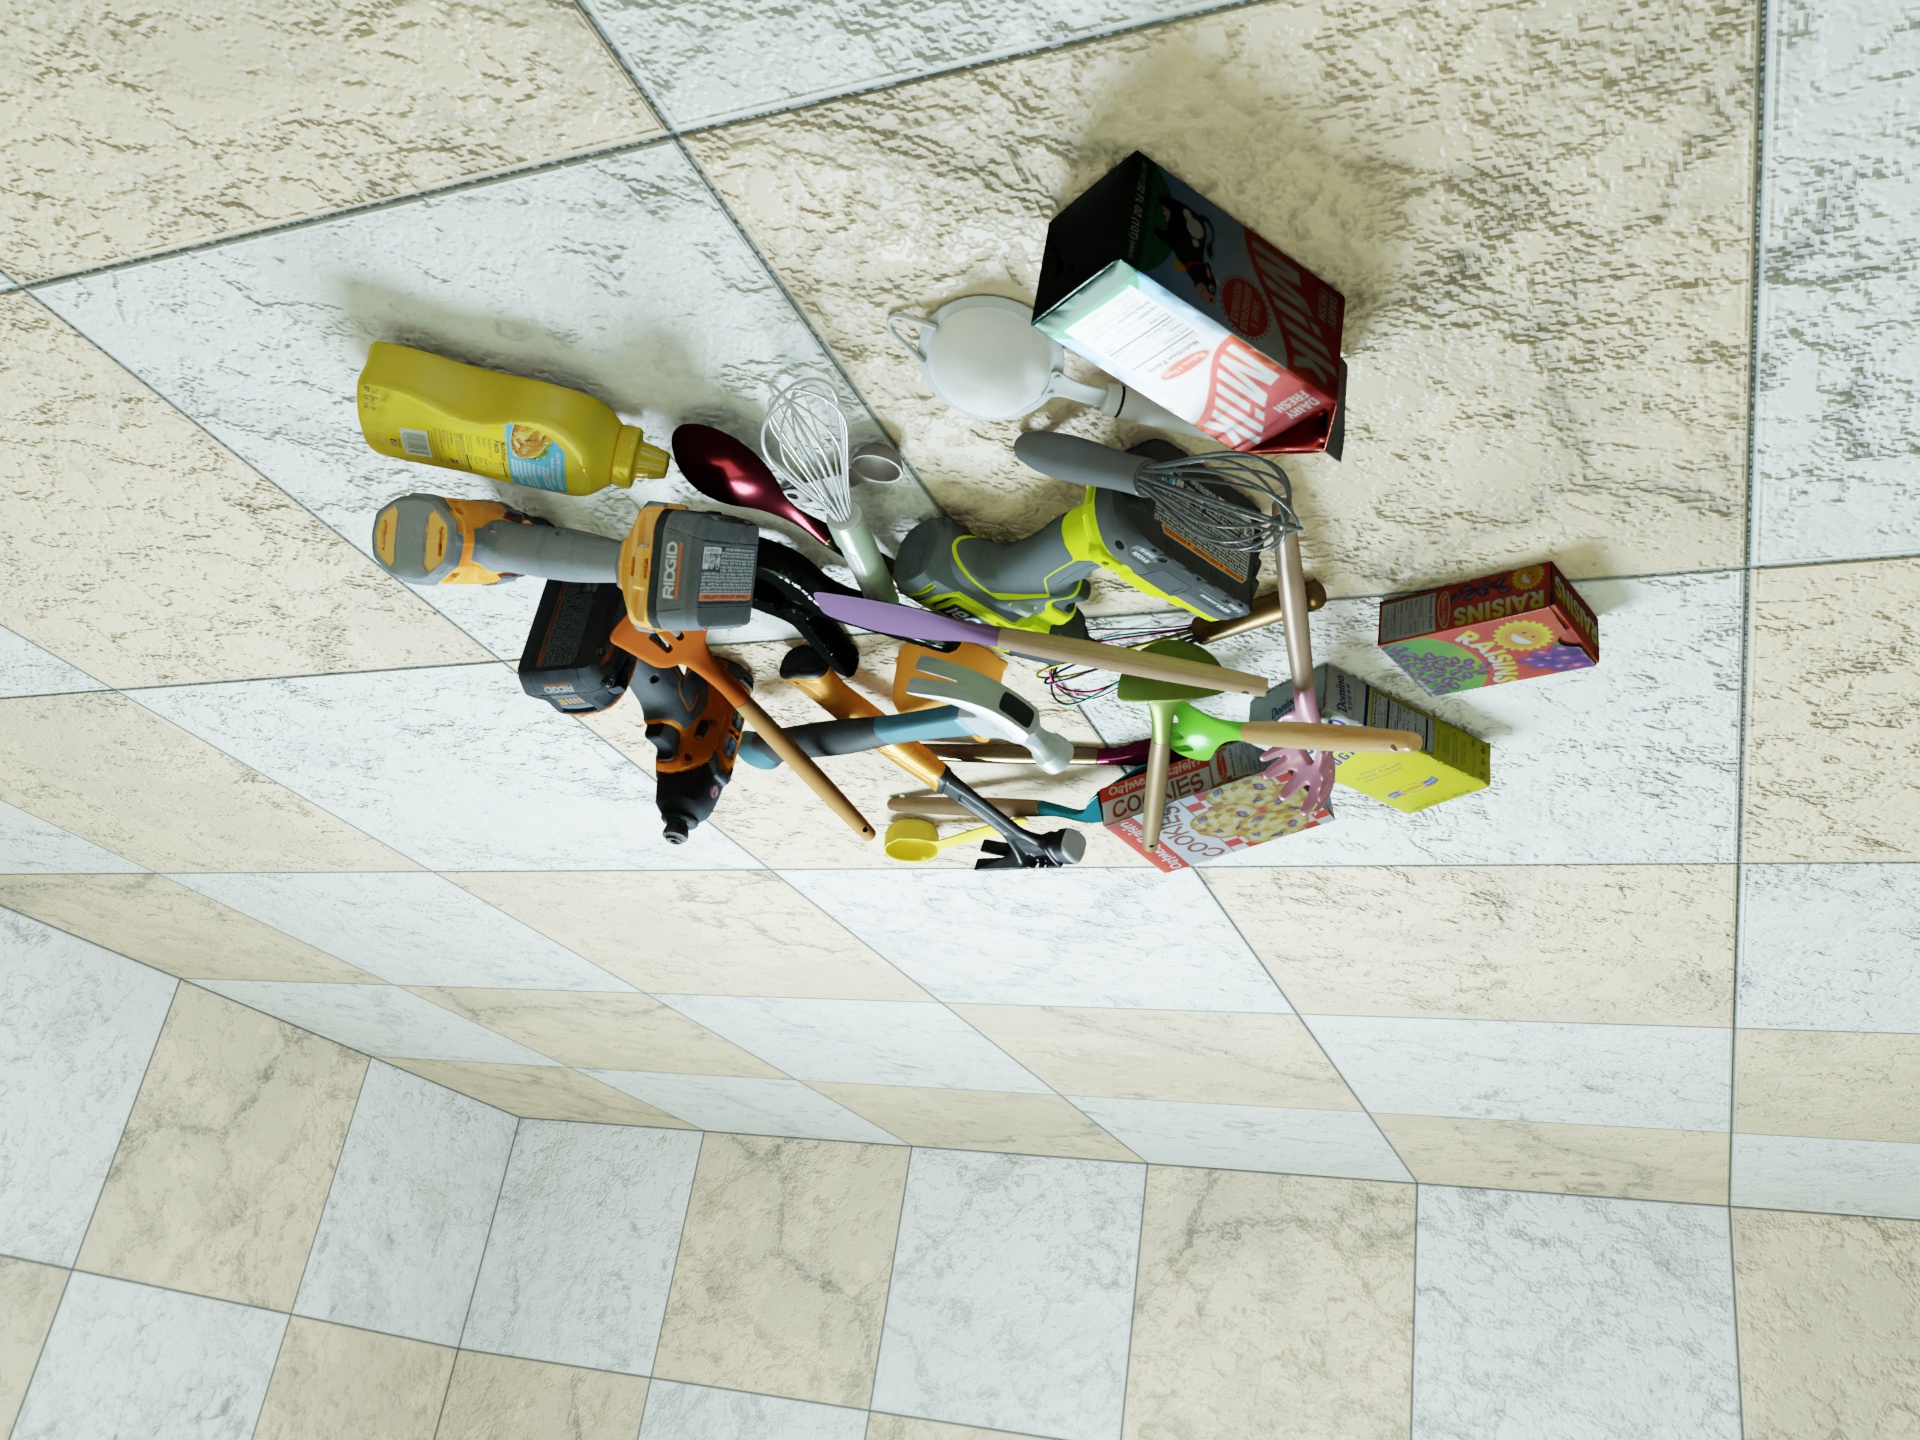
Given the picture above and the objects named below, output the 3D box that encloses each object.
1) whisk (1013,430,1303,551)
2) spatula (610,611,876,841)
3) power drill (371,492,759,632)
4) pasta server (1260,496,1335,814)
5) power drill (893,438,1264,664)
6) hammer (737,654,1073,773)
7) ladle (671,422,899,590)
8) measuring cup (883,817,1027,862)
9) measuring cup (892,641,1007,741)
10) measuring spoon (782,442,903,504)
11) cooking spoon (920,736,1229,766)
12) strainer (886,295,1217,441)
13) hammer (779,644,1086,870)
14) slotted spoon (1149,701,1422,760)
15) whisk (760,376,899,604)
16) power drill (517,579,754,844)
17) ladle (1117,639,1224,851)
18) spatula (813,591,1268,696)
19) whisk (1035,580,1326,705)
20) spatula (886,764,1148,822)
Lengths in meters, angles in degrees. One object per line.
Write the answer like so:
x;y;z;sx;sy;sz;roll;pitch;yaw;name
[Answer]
0.103;-0.138;0.909;0.055;0.055;0.239;32;177;-39;whisk
-0.156;0.002;1.260;0.041;0.081;0.322;30;164;52;spatula
-0.255;-0.113;1.090;0.226;0.084;0.185;8;-174;12;power drill
0.234;-0.038;1.117;0.060;0.040;0.315;39;162;36;pasta server
0.086;-0.099;1.071;0.171;0.080;0.223;27;153;-33;power drill
-0.069;0.010;1.284;0.331;0.033;0.128;-8;141;45;hammer
-0.077;-0.121;1.121;0.069;0.031;0.315;-4;157;44;ladle
-0.005;0.109;1.603;0.156;0.029;0.062;-15;147;21;measuring cup
-0.002;-0.004;1.319;0.095;0.052;0.173;2;152;16;measuring cup
-0.083;-0.165;1.064;0.034;0.018;0.124;27;156;-37;measuring spoon
0.096;0.032;1.401;0.319;0.017;0.068;1;153;14;cooking spoon
0.081;-0.188;0.926;0.258;0.050;0.086;11;141;-11;strainer
-0.036;0.039;1.395;0.127;0.034;0.336;-10;141;44;hammer
0.223;0.008;1.153;0.070;0.031;0.314;60;160;-15;slotted spoon
-0.078;-0.137;1.034;0.058;0.059;0.246;39;167;28;whisk
-0.250;-0.012;1.265;0.084;0.164;0.226;-3;150;24;power drill
0.155;0.037;1.228;0.078;0.062;0.319;-5;149;0;ladle
0.052;-0.051;1.087;0.316;0.018;0.059;11;163;12;spatula
0.155;-0.059;1.167;0.245;0.051;0.047;-17;139;38;whisk
0.057;0.071;1.479;0.317;0.044;0.082;-1;162;38;spatula
